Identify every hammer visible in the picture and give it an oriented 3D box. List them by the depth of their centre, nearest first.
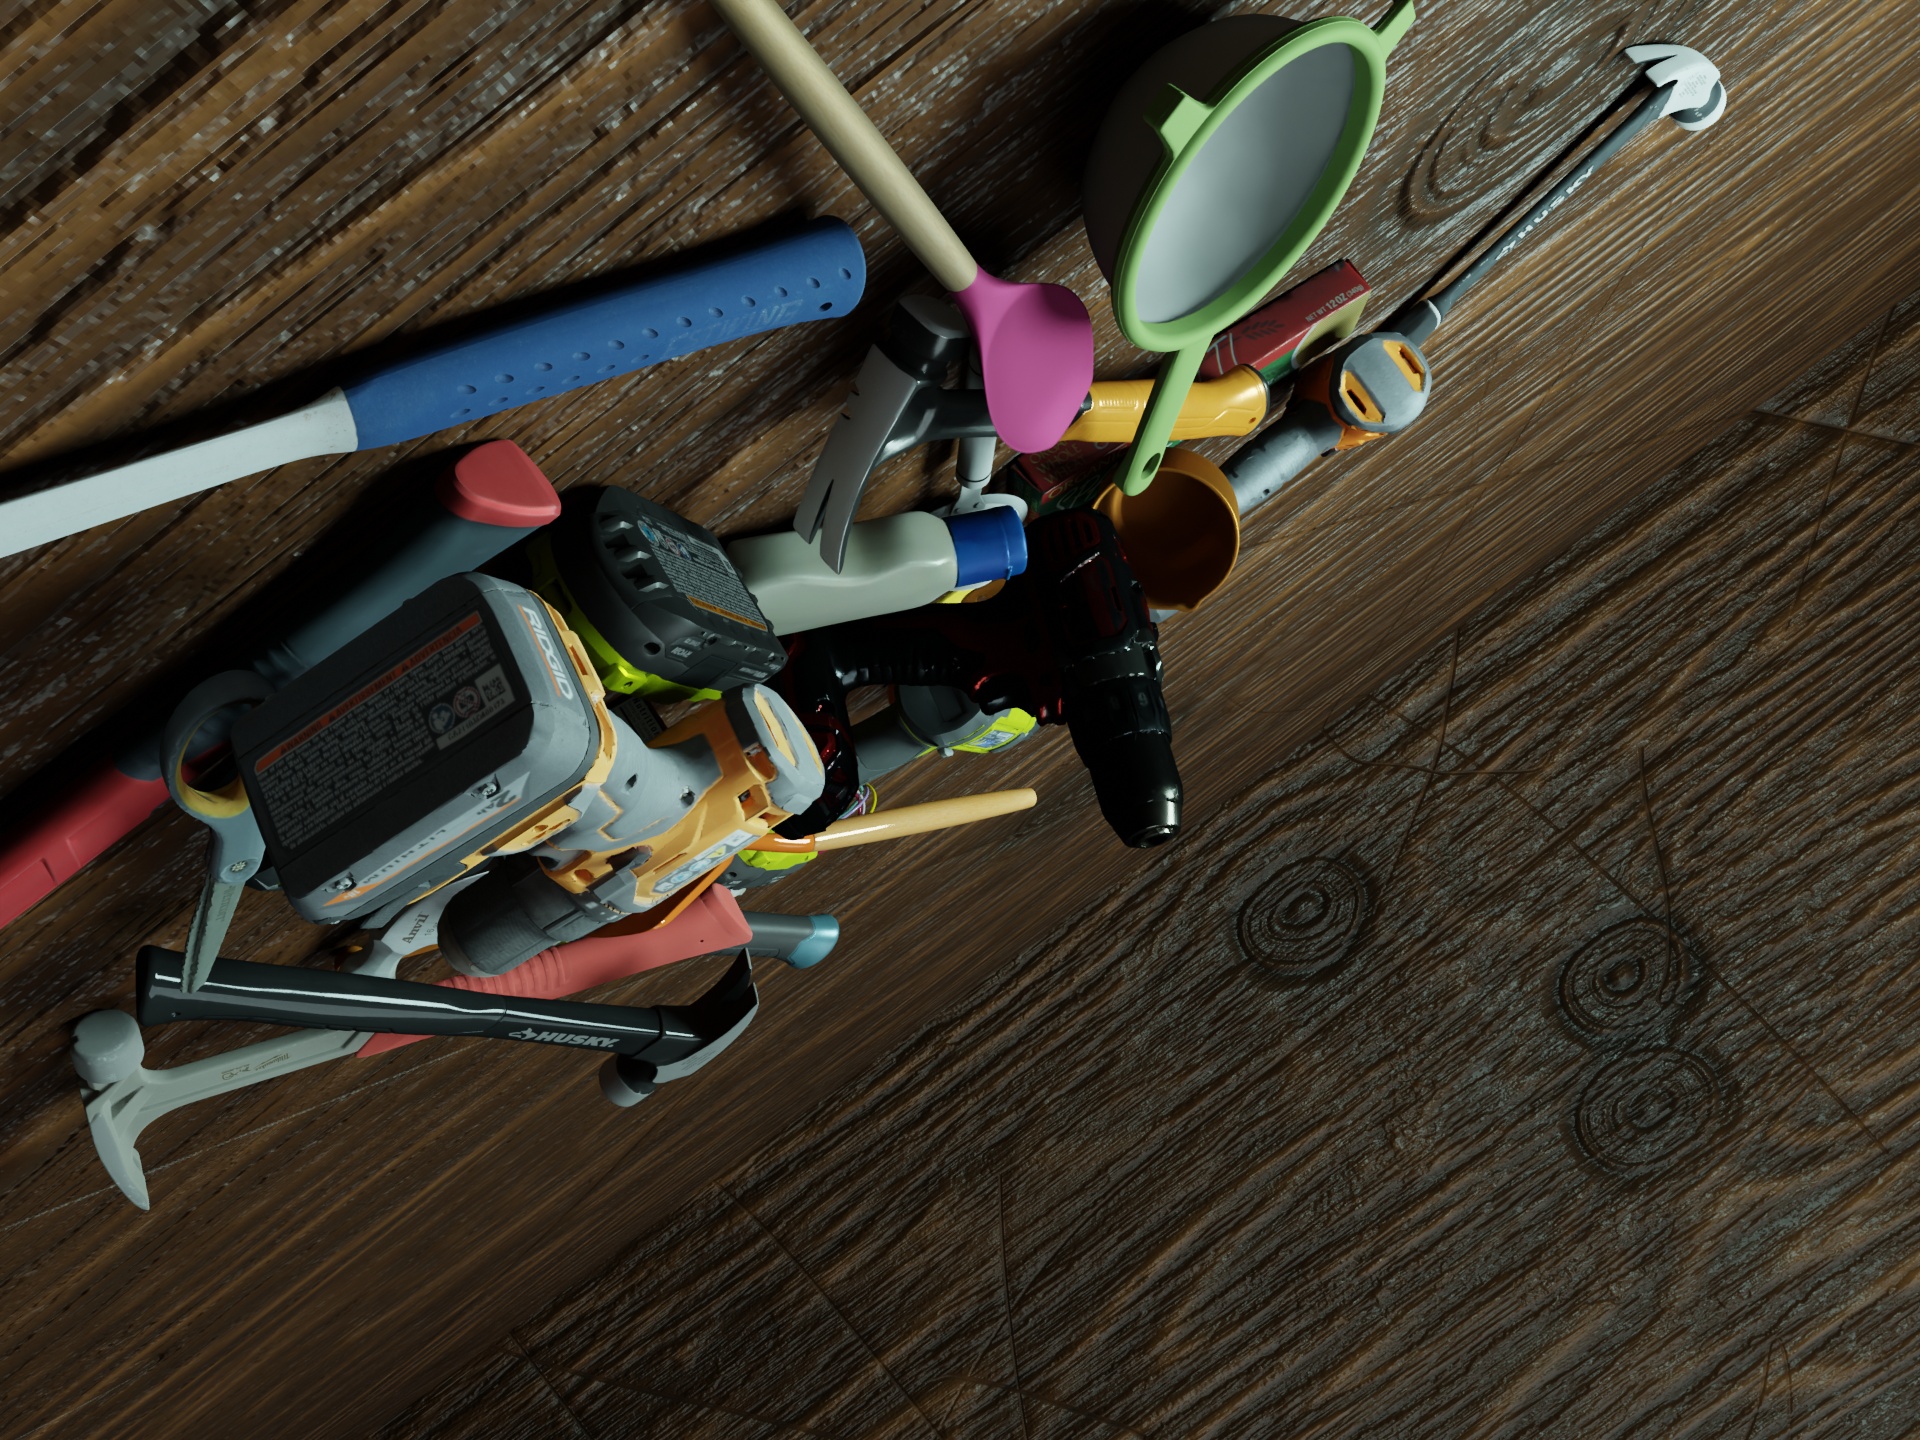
[{"bbox_3d":[-0.200,-0.093,0.491,0.405,0.035,0.144,-28,163,-30],"label":"hammer"},{"bbox_3d":[-0.309,0.027,0.610,0.386,0.038,0.143,-37,167,2],"label":"hammer"},{"bbox_3d":[0.059,-0.148,0.801,0.337,0.034,0.127,-15,144,-50],"label":"hammer"},{"bbox_3d":[-0.255,0.149,0.822,0.146,0.035,0.334,-36,145,29],"label":"hammer"},{"bbox_3d":[-0.290,0.166,0.893,0.359,0.037,0.149,-15,141,-27],"label":"hammer"},{"bbox_3d":[-0.204,0.128,0.983,0.330,0.033,0.128,13,122,-48],"label":"hammer"},{"bbox_3d":[0.335,-0.291,1.087,0.409,0.036,0.149,-44,162,28],"label":"hammer"}]

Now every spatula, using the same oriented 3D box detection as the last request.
[{"bbox_3d":[-0.069,0.075,0.925,0.322,0.041,0.081,-8,178,-43],"label":"spatula"}]

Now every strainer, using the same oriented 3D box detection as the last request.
[{"bbox_3d":[0.091,-0.204,0.702,0.151,0.069,0.256,-33,158,-28],"label":"strainer"},{"bbox_3d":[0.006,-0.127,0.849,0.087,0.050,0.258,-18,158,-12],"label":"strainer"}]

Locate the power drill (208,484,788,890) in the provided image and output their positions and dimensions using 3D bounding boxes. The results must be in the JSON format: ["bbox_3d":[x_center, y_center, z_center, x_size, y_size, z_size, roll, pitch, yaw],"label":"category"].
[{"bbox_3d":[-0.197,0.000,0.716,0.223,0.080,0.171,-35,165,11],"label":"power drill"}]

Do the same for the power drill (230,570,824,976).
[{"bbox_3d":[-0.172,0.038,0.614,0.185,0.084,0.226,-32,161,10],"label":"power drill"}]

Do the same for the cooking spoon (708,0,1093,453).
[{"bbox_3d":[-0.010,-0.178,0.586,0.069,0.017,0.318,-59,153,0],"label":"cooking spoon"}]

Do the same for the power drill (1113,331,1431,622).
[{"bbox_3d":[0.184,-0.158,1.031,0.226,0.084,0.164,-37,-175,1],"label":"power drill"}]

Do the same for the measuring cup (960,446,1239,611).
[{"bbox_3d":[0.081,-0.102,0.935,0.173,0.095,0.052,-18,-156,23],"label":"measuring cup"}]

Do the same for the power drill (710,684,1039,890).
[{"bbox_3d":[-0.054,0.024,1.012,0.228,0.080,0.190,-27,170,13],"label":"power drill"}]

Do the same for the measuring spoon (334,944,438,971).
[{"bbox_3d":[-0.328,0.131,0.949,0.021,0.011,0.117,-53,164,20],"label":"measuring spoon"}]

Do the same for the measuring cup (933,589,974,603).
[{"bbox_3d":[-0.038,-0.066,0.961,0.156,0.029,0.062,-34,165,-19],"label":"measuring cup"}]

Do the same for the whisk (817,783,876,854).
[{"bbox_3d":[-0.170,0.113,1.185,0.245,0.047,0.051,-31,166,-8],"label":"whisk"}]

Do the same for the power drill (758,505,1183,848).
[{"bbox_3d":[-0.001,-0.003,0.833,0.226,0.188,0.080,-15,156,1],"label":"power drill"}]
